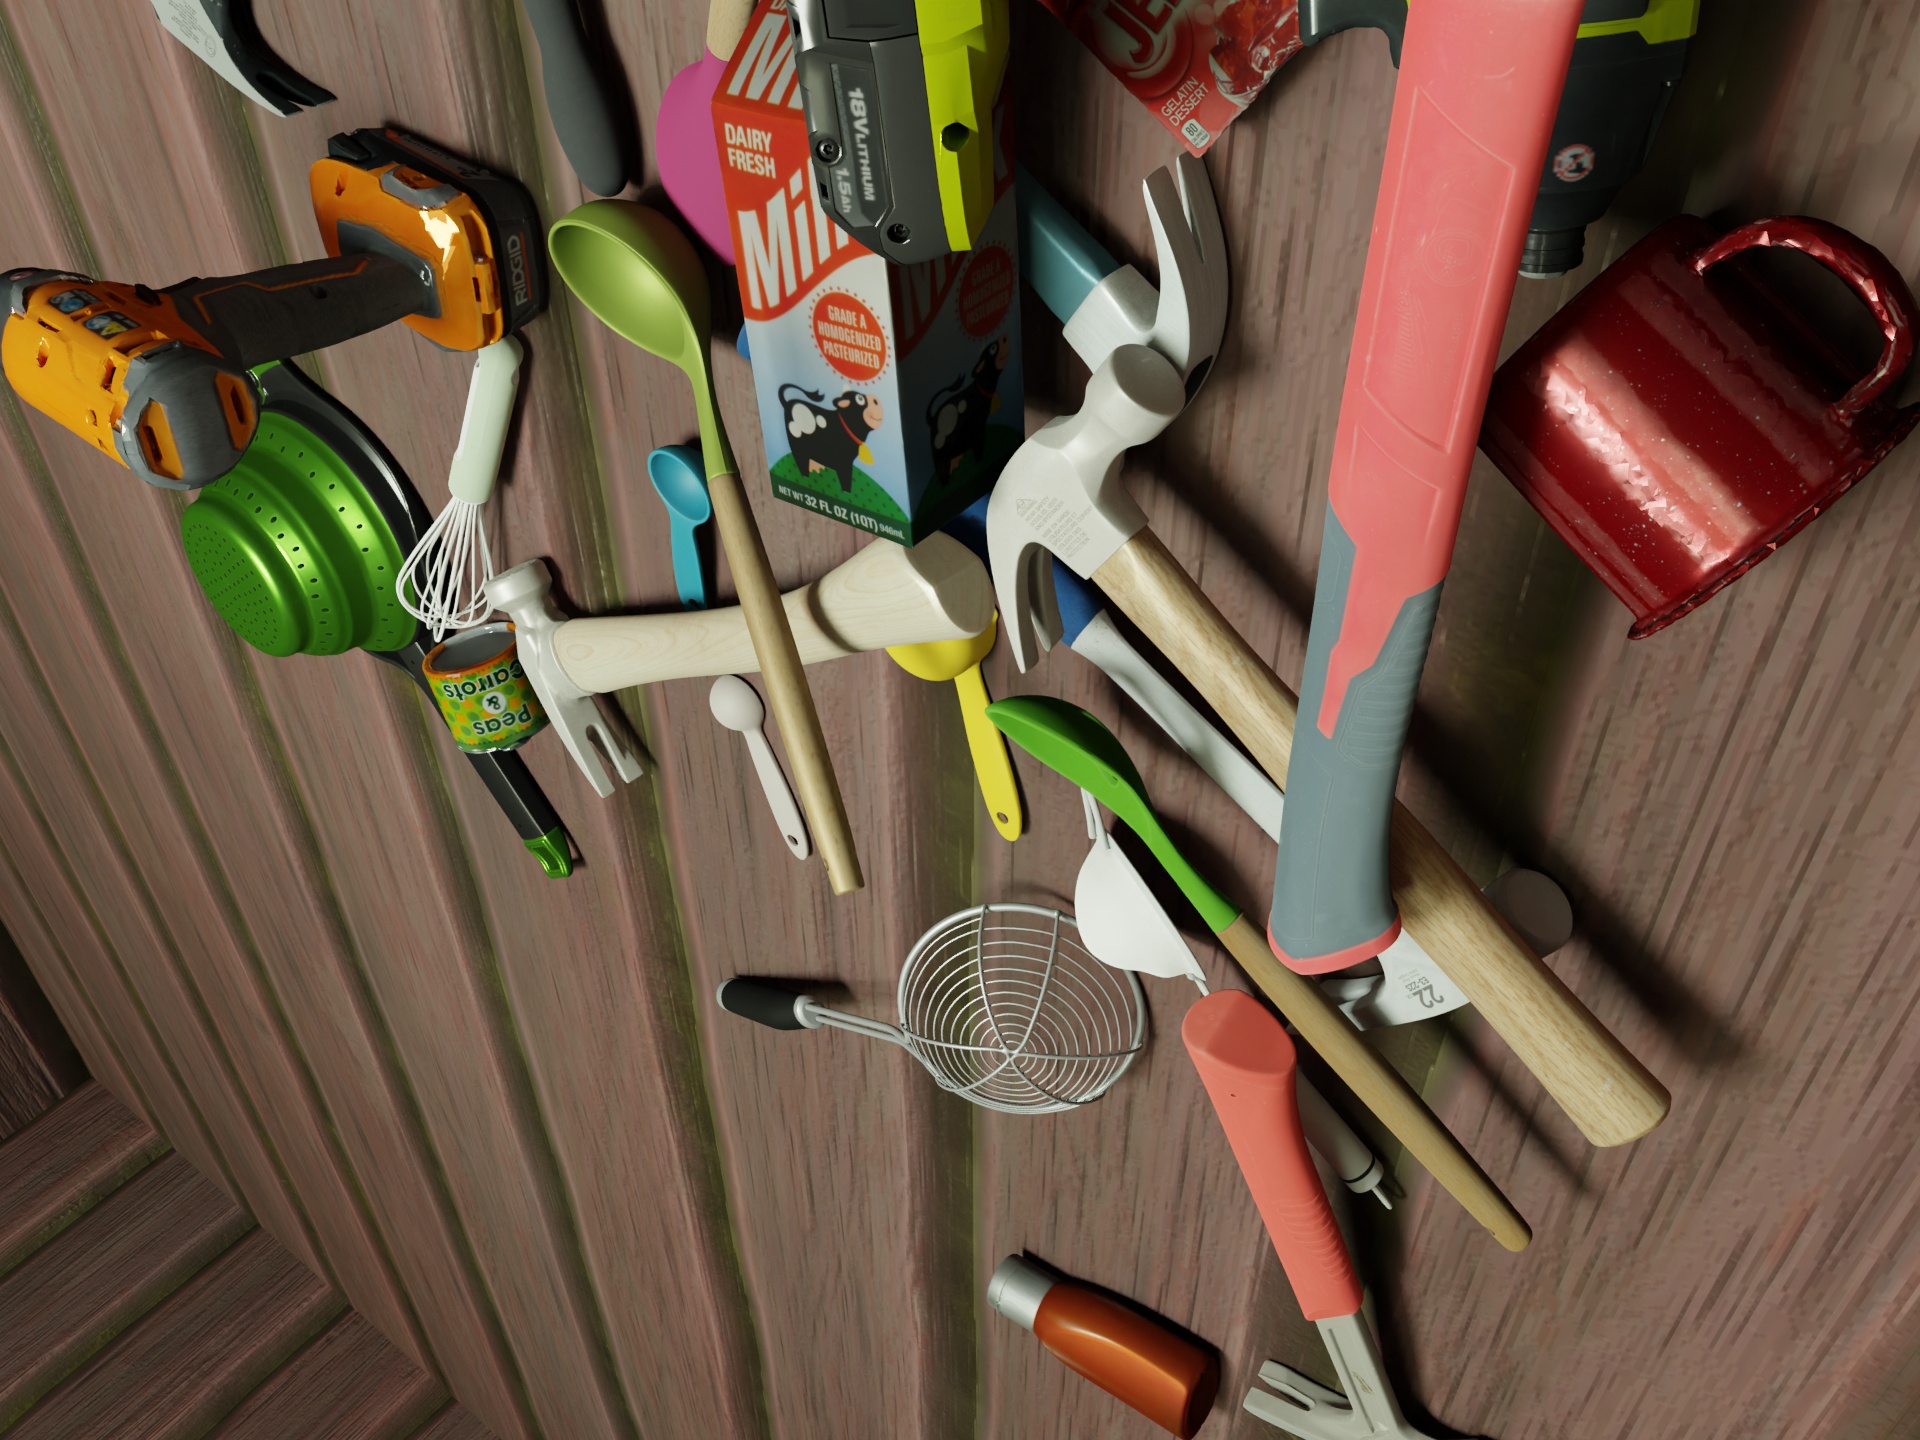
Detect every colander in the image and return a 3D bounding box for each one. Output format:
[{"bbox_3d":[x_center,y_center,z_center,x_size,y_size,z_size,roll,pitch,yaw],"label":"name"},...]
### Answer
[{"bbox_3d":[-0.394,-0.040,1.052,0.204,0.094,0.397,-12,113,49],"label":"colander"}]

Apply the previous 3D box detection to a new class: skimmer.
[{"bbox_3d":[-0.039,0.158,0.926,0.363,0.090,0.127,-6,120,58],"label":"skimmer"}]

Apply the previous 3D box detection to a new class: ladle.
[{"bbox_3d":[-0.105,-0.076,0.681,0.078,0.062,0.320,137,116,-70],"label":"ladle"}]

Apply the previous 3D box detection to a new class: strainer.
[{"bbox_3d":[0.121,0.137,0.731,0.258,0.050,0.087,49,179,-11],"label":"strainer"}]

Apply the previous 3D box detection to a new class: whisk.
[{"bbox_3d":[-0.282,-0.128,0.908,0.059,0.058,0.246,14,140,-17],"label":"whisk"},{"bbox_3d":[-0.180,-0.342,0.619,0.070,0.070,0.284,19,139,33],"label":"whisk"}]

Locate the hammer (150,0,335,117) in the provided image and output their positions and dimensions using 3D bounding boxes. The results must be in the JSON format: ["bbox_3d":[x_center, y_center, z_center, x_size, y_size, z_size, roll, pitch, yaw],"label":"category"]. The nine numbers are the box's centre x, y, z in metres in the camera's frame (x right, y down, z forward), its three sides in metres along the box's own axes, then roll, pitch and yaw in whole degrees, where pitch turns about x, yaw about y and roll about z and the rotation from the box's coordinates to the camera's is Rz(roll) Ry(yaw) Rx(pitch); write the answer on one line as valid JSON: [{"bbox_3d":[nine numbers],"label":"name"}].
[{"bbox_3d":[-0.305,-0.437,0.674,0.149,0.036,0.409,47,142,1],"label":"hammer"}]

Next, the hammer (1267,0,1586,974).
[{"bbox_3d":[0.103,-0.057,0.440,0.143,0.038,0.385,18,141,19],"label":"hammer"}]

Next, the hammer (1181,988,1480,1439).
[{"bbox_3d":[0.164,0.259,0.768,0.149,0.037,0.358,8,136,40],"label":"hammer"}]

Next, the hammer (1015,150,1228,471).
[{"bbox_3d":[-0.030,-0.236,0.574,0.331,0.033,0.128,48,143,1],"label":"hammer"}]

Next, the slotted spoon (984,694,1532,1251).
[{"bbox_3d":[0.127,0.100,0.652,0.314,0.031,0.070,47,170,-2],"label":"slotted spoon"}]

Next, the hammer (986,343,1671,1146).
[{"bbox_3d":[0.133,0.024,0.581,0.331,0.031,0.130,48,140,1],"label":"hammer"}]

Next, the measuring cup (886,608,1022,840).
[{"bbox_3d":[-0.001,-0.002,0.748,0.062,0.029,0.156,8,125,41],"label":"measuring cup"}]

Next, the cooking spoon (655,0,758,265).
[{"bbox_3d":[-0.079,-0.253,0.555,0.069,0.017,0.319,50,159,2],"label":"cooking spoon"}]

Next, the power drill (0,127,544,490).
[{"bbox_3d":[-0.329,-0.200,0.740,0.164,0.226,0.084,29,138,24],"label":"power drill"}]

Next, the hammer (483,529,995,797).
[{"bbox_3d":[-0.119,-0.032,0.799,0.411,0.038,0.146,-4,116,52],"label":"hammer"}]

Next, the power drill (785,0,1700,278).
[{"bbox_3d":[0.072,-0.191,0.408,0.223,0.080,0.171,-3,124,7],"label":"power drill"}]

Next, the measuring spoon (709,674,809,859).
[{"bbox_3d":[-0.113,0.031,0.898,0.034,0.018,0.124,6,125,42],"label":"measuring spoon"}]

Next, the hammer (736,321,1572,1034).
[{"bbox_3d":[0.058,-0.027,0.665,0.405,0.035,0.144,45,142,5],"label":"hammer"}]

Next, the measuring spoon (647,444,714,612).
[{"bbox_3d":[-0.135,-0.095,0.819,0.042,0.021,0.128,35,150,19],"label":"measuring spoon"}]
